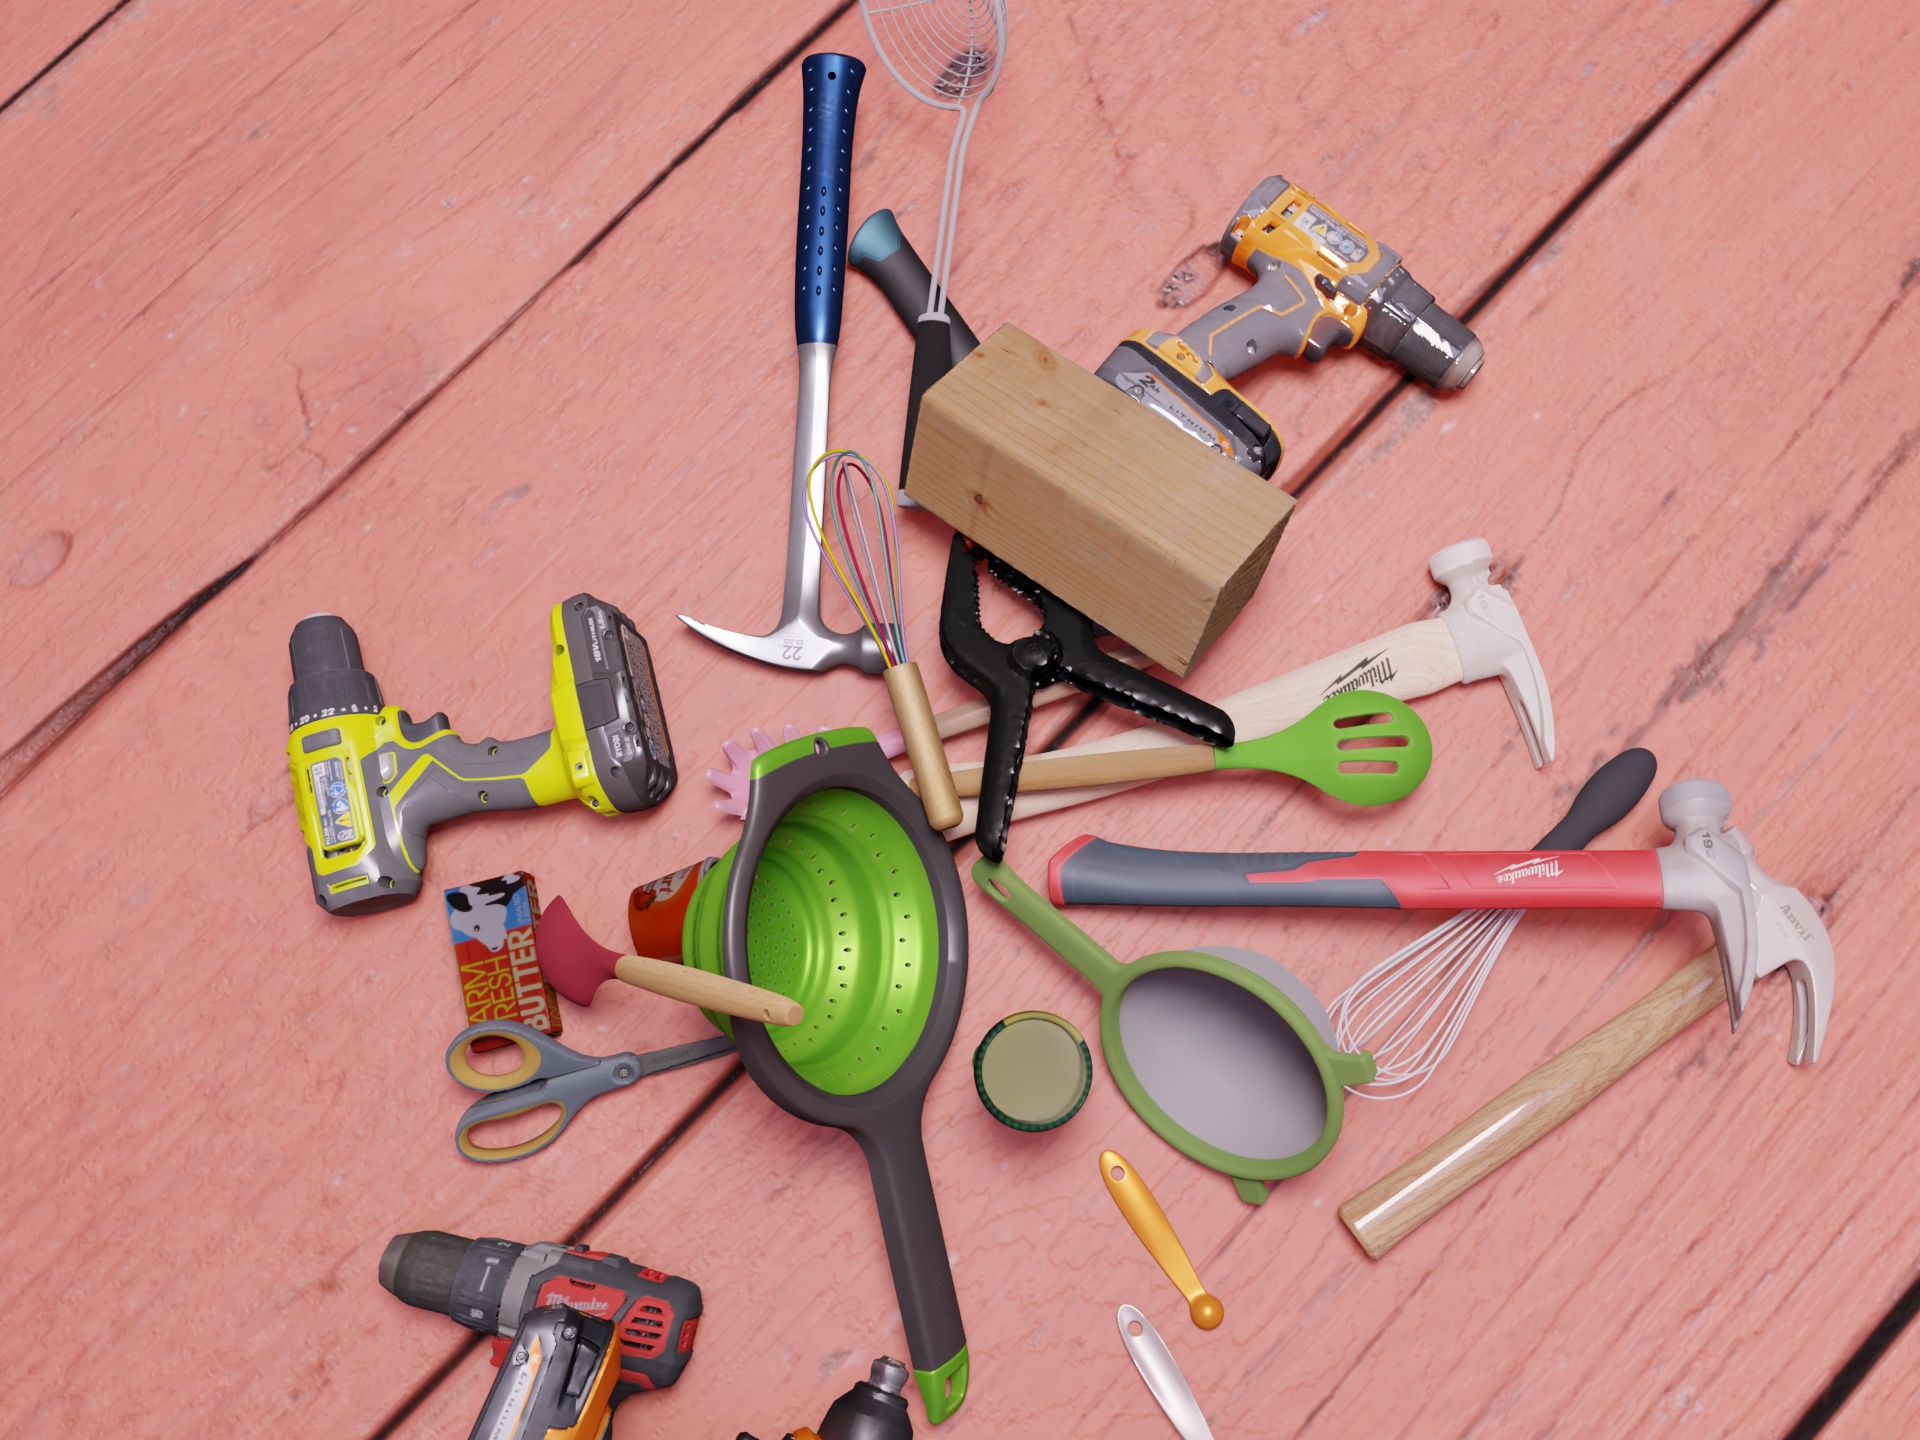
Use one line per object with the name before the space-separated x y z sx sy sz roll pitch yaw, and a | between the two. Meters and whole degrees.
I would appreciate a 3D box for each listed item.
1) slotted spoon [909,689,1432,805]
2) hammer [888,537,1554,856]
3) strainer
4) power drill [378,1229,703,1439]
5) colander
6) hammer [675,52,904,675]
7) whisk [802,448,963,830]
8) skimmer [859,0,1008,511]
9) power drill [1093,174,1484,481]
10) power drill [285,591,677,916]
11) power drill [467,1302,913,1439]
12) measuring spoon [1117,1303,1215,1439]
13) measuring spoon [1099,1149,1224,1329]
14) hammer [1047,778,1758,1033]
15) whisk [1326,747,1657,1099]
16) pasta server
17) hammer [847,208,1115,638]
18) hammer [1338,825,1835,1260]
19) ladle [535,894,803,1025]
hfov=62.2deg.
slotted spoon | 0.125 0.027 0.949 0.314 0.031 0.070 -6 79 4
hammer | 0.154 0.017 0.980 0.410 0.038 0.146 -18 78 0
strainer | 0.120 0.151 0.925 0.256 0.151 0.069 39 44 17
power drill | -0.261 0.408 0.897 0.188 0.080 0.227 12 75 5
colander | -0.074 0.207 0.916 0.094 0.204 0.397 -9 94 36
hammer | -0.100 -0.232 1.030 0.144 0.035 0.405 2 84 5
whisk | -0.039 -0.053 0.954 0.051 0.047 0.245 -26 76 39
skimmer | -0.033 -0.318 0.997 0.090 0.127 0.363 7 89 -37
power drill | 0.206 -0.222 0.997 0.185 0.084 0.226 39 68 9
power drill | -0.308 0.002 0.991 0.228 0.080 0.191 -16 77 3
power drill | -0.138 0.387 0.834 0.226 0.084 0.164 25 69 -8
measuring spoon | 0.126 0.391 0.910 0.034 0.018 0.124 -31 71 -4
measuring spoon | 0.116 0.303 0.928 0.021 0.011 0.117 -33 77 -4
hammer | 0.241 0.105 0.910 0.386 0.038 0.143 -2 55 14
whisk | 0.317 0.115 0.941 0.284 0.070 0.070 -42 78 -11
pasta server | -0.002 -0.003 0.981 0.316 0.040 0.060 -19 66 3
hammer | 0.024 -0.199 1.037 0.128 0.033 0.331 -33 77 -3
hammer | 0.364 0.206 0.926 0.331 0.031 0.130 -35 77 -4
ladle | -0.167 0.137 0.855 0.031 0.315 0.069 -17 99 -35
